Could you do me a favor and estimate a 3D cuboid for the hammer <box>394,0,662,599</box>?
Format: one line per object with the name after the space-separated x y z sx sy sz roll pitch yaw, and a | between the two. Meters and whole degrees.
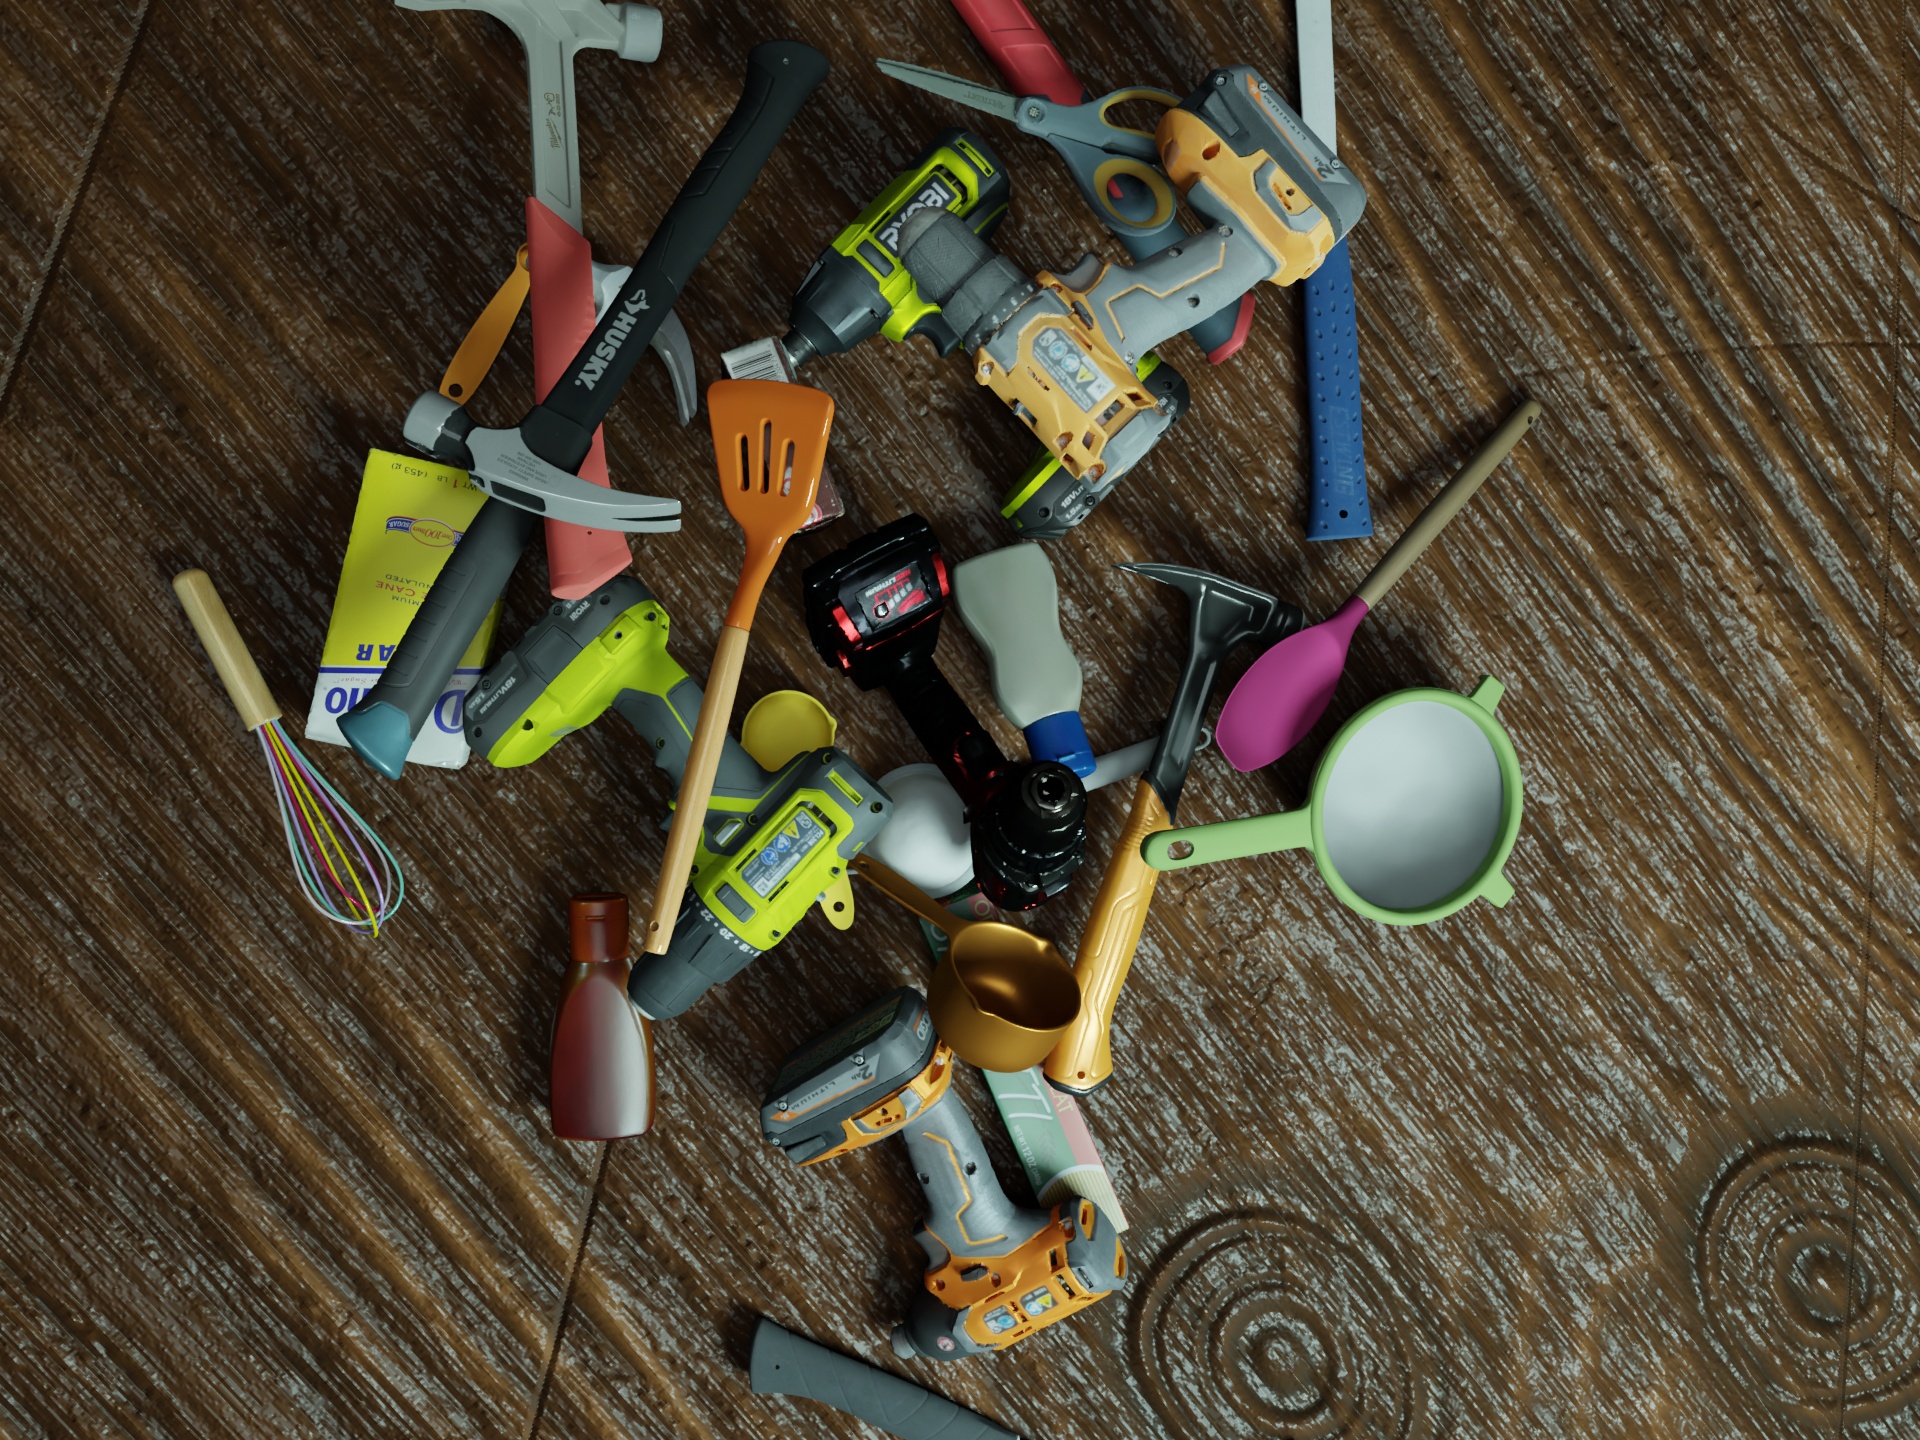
-0.236 -0.248 0.904 0.149 0.037 0.359 -2 83 -22 | hammer

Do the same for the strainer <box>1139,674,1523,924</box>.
0.227 0.058 1.006 0.256 0.069 0.151 -9 100 -13 | strainer

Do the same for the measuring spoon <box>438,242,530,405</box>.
-0.284 -0.238 0.963 0.021 0.011 0.117 31 94 -18 | measuring spoon

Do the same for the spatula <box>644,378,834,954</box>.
-0.136 -0.030 0.886 0.081 0.041 0.323 11 83 21 | spatula

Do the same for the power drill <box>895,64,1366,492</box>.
0.092 -0.268 0.902 0.226 0.084 0.185 -44 92 -6 | power drill

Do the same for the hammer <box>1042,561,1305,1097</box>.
0.109 0.070 0.994 0.127 0.034 0.337 17 91 -18 | hammer

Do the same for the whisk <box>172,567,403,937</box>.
-0.404 0.020 0.953 0.051 0.047 0.245 -26 94 -3 | whisk

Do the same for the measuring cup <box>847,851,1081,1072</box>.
-0.010 0.146 0.971 0.174 0.095 0.052 35 121 14 | measuring cup

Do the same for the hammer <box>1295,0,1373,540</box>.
0.235 -0.318 1.003 0.144 0.035 0.405 -5 95 -6 | hammer

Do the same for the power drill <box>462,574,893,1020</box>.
-0.180 0.045 0.940 0.228 0.080 0.190 44 91 3 | power drill

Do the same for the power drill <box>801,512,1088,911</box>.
-0.001 -0.003 0.903 0.080 0.187 0.227 -29 76 -12 | power drill

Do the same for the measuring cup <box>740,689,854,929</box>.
-0.095 0.056 1.000 0.062 0.029 0.156 -16 99 -5 | measuring cup

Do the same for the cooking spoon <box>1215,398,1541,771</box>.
0.269 -0.092 1.007 0.319 0.017 0.068 -47 121 -11 | cooking spoon

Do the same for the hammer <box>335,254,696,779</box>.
-0.260 -0.120 0.915 0.128 0.033 0.331 30 73 -17 | hammer

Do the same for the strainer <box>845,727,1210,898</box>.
0.040 0.047 1.009 0.258 0.050 0.087 -19 82 -8 | strainer

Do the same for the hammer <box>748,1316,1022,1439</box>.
0.046 0.484 1.046 0.409 0.036 0.149 26 90 -8 | hammer

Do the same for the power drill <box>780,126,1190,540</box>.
0.014 -0.222 0.967 0.223 0.080 0.171 44 88 -4 | power drill

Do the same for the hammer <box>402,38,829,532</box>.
-0.158 -0.253 0.888 0.146 0.035 0.335 27 69 -1 | hammer

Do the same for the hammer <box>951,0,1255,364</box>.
0.044 -0.375 0.975 0.143 0.038 0.386 -37 98 -1 | hammer

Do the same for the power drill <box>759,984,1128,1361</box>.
-0.024 0.296 0.991 0.164 0.084 0.226 -34 99 17 | power drill
